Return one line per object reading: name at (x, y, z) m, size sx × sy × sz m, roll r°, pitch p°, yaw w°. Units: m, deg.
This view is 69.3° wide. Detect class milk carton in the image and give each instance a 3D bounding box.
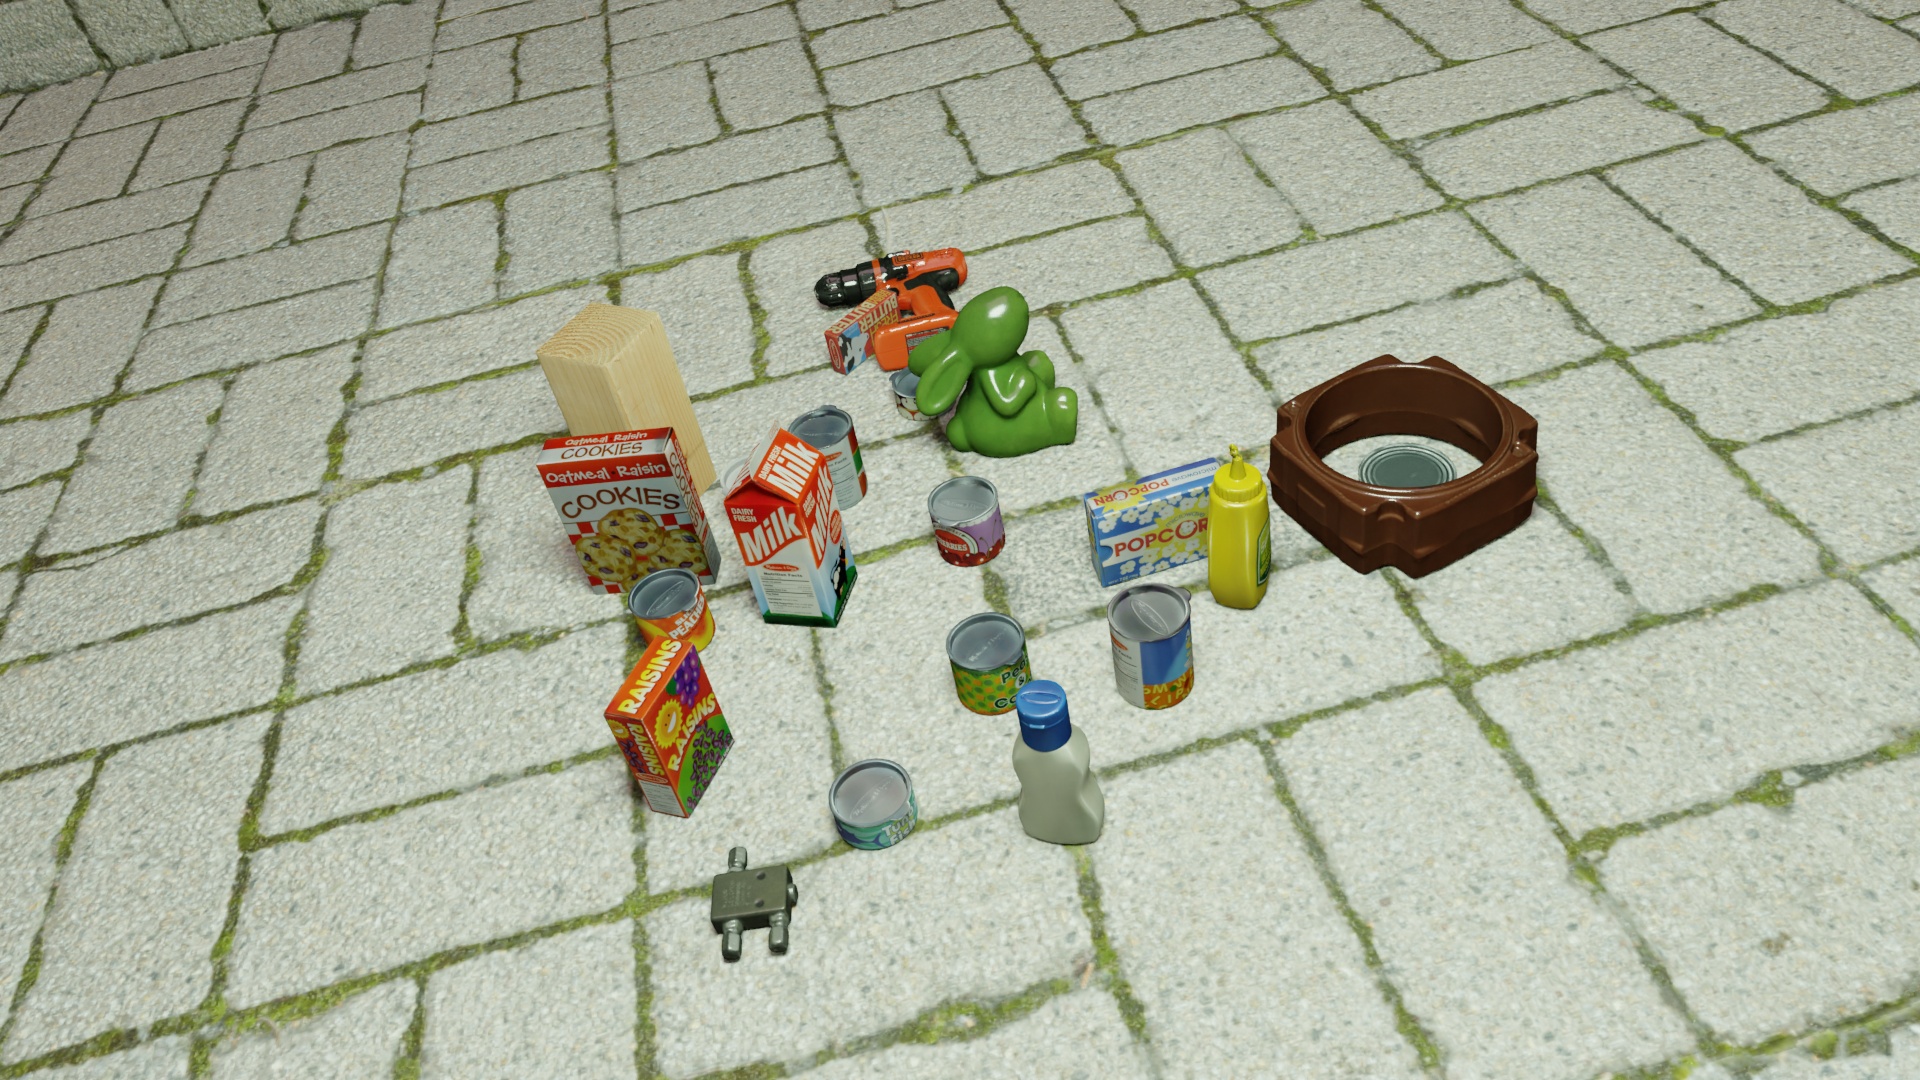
milk carton at (-0.152, -0.015, 1.233) m, size 0.073 × 0.189 × 0.073 m, roll 3°, pitch 43°, yaw 16°

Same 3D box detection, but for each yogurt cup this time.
yogurt cup at (-0.200, -0.047, 1.383) m, size 0.072 × 0.053 × 0.073 m, roll -7°, pitch 41°, yaw 6°

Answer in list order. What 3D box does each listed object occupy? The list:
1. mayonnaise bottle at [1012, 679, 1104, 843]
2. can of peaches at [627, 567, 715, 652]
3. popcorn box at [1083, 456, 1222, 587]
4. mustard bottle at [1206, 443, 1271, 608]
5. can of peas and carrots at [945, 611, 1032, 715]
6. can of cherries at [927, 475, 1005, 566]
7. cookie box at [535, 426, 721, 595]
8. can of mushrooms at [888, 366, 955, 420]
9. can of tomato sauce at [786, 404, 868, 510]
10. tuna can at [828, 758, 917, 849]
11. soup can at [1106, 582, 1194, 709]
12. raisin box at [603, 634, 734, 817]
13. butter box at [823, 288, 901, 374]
mayonnaise bottle at (0.068, 0.163, 1.013) m, size 0.065 × 0.147 × 0.041 m, roll 3°, pitch 43°, yaw 16°
can of peaches at (-0.261, 0.068, 1.265) m, size 0.071 × 0.057 × 0.071 m, roll -7°, pitch 41°, yaw 6°
popcorn box at (0.177, -0.016, 1.237) m, size 0.127 × 0.084 × 0.038 m, roll -16°, pitch 41°, yaw -5°
mustard bottle at (0.234, -0.015, 1.166) m, size 0.049 × 0.159 × 0.066 m, roll 9°, pitch 45°, yaw 23°
can of peas and carrots at (0.027, 0.104, 1.157) m, size 0.071 × 0.058 × 0.071 m, roll -7°, pitch 41°, yaw 6°
can of cherries at (0.005, -0.016, 1.297) m, size 0.071 × 0.058 × 0.072 m, roll -7°, pitch 41°, yaw 6°
cookie box at (-0.307, -0.026, 1.299) m, size 0.123 × 0.166 × 0.040 m, roll -5°, pitch 41°, yaw 8°
can of mushrooms at (-0.041, -0.161, 1.489) m, size 0.071 × 0.033 × 0.071 m, roll -7°, pitch 41°, yaw 6°
can of tomato sauce at (-0.132, -0.081, 1.384) m, size 0.071 × 0.082 × 0.071 m, roll -7°, pitch 41°, yaw 6°
tuna can at (-0.066, 0.207, 1.082) m, size 0.071 × 0.032 × 0.071 m, roll -7°, pitch 41°, yaw 6°
soup can at (0.158, 0.085, 1.128) m, size 0.071 × 0.083 × 0.072 m, roll -7°, pitch 41°, yaw 6°
raisin box at (-0.232, 0.150, 1.117) m, size 0.040 × 0.122 × 0.086 m, roll 8°, pitch 45°, yaw 22°
butter box at (-0.109, -0.238, 1.578) m, size 0.024 × 0.052 × 0.104 m, roll 22°, pitch 51°, yaw 33°
